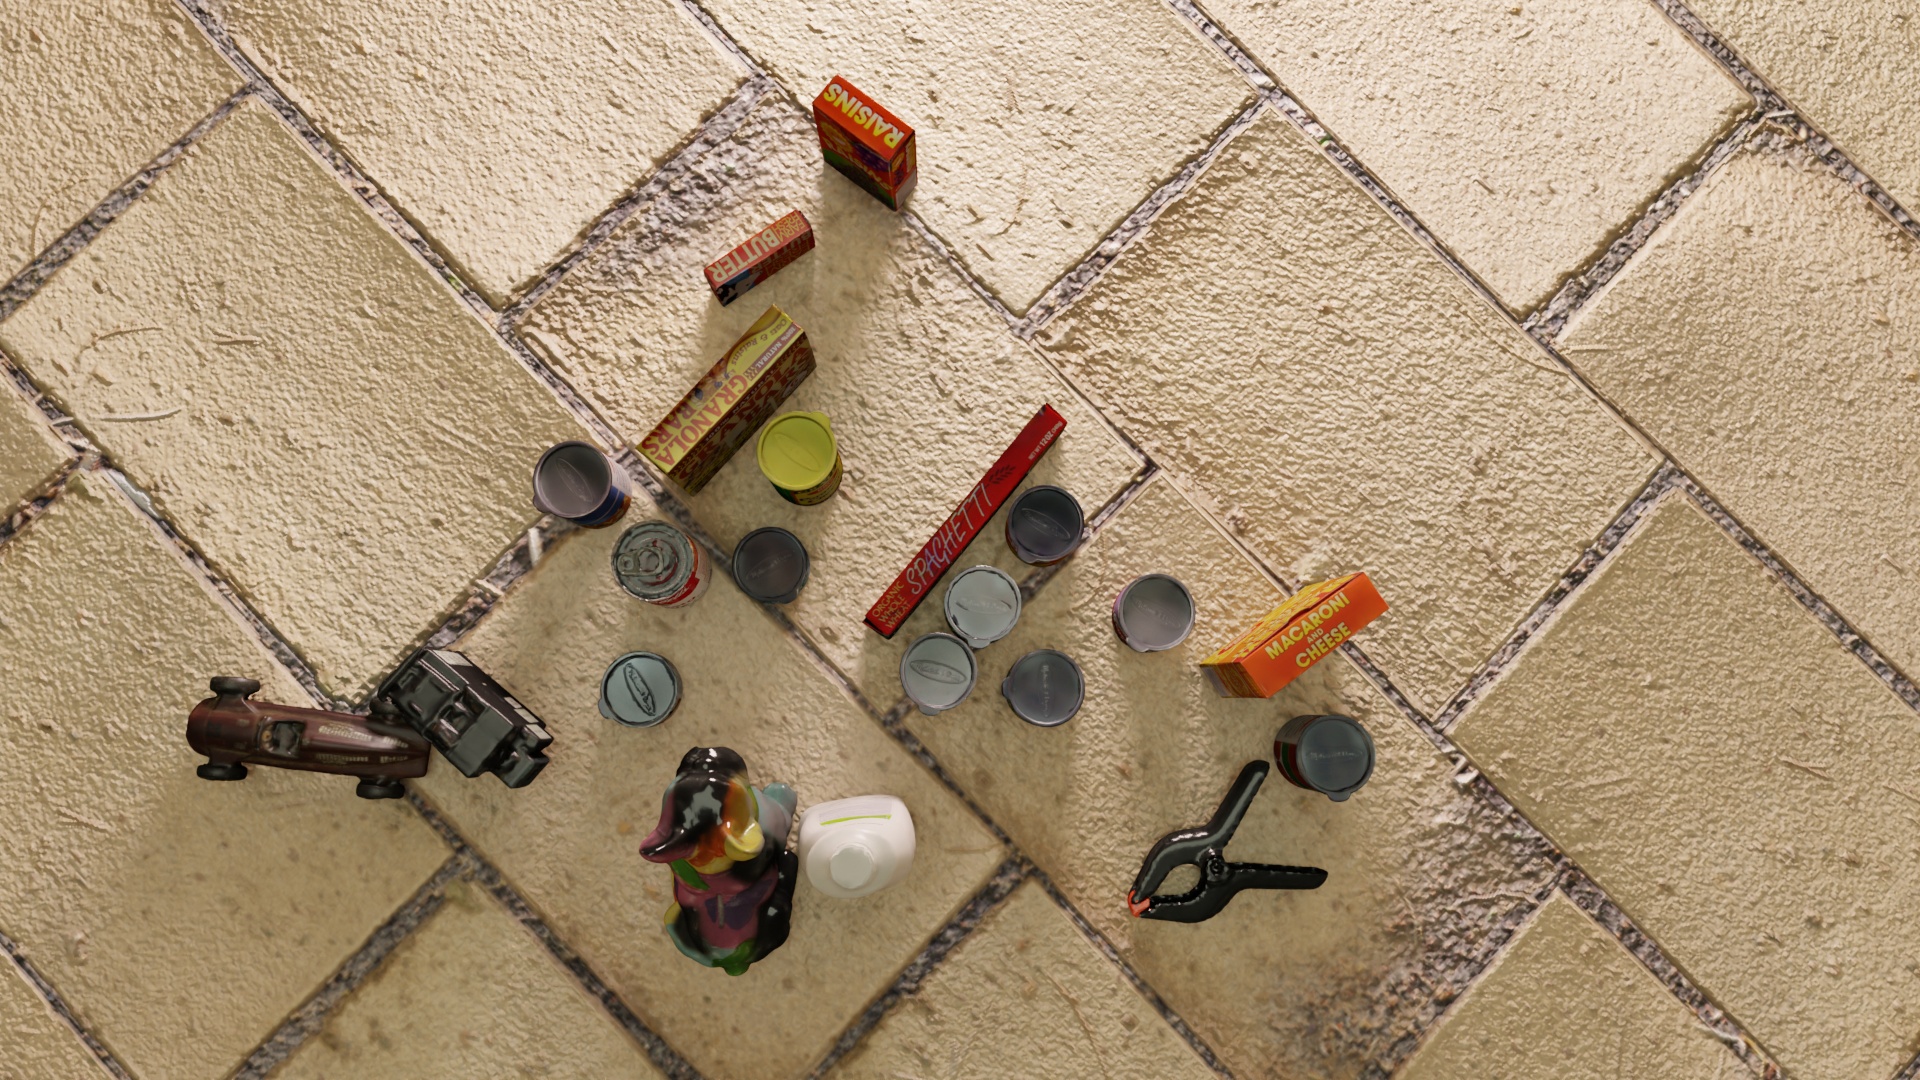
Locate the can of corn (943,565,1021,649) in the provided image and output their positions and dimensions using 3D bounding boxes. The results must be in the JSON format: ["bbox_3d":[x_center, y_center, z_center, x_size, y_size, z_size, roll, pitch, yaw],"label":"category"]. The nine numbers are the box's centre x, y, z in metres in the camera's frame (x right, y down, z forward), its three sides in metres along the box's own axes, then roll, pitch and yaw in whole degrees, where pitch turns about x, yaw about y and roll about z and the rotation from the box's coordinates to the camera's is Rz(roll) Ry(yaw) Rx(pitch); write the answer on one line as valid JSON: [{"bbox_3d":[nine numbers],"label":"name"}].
[{"bbox_3d":[0.018,0.060,1.206,0.071,0.058,0.071,0,83,-1],"label":"can of corn"}]

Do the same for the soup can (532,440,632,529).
[{"bbox_3d":[-0.327,-0.045,1.199,0.071,0.083,0.071,0,83,-1],"label":"soup can"}]

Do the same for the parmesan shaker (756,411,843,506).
[{"bbox_3d":[-0.134,-0.070,1.196,0.071,0.103,0.071,0,83,-1],"label":"parmesan shaker"}]

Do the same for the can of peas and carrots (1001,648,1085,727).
[{"bbox_3d":[0.069,0.128,1.198,0.071,0.058,0.071,0,83,-1],"label":"can of peas and carrots"}]

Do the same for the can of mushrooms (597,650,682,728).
[{"bbox_3d":[-0.278,0.130,1.203,0.071,0.033,0.071,0,83,-1],"label":"can of mushrooms"}]

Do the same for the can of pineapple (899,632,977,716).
[{"bbox_3d":[-0.020,0.115,1.198,0.071,0.058,0.071,0,83,-1],"label":"can of pineapple"}]

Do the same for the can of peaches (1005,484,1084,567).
[{"bbox_3d":[0.071,-0.010,1.216,0.071,0.058,0.071,0,83,-1],"label":"can of peaches"}]

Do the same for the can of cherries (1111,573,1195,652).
[{"bbox_3d":[0.165,0.066,1.208,0.071,0.058,0.071,0,83,-1],"label":"can of cherries"}]

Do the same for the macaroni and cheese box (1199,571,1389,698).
[{"bbox_3d":[0.272,0.081,1.154,0.124,0.166,0.040,-35,85,-5],"label":"macaroni and cheese box"}]

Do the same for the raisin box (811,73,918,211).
[{"bbox_3d":[-0.083,-0.348,1.223,0.086,0.123,0.040,38,84,3],"label":"raisin box"}]

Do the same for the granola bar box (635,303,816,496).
[{"bbox_3d":[-0.196,-0.116,1.190,0.039,0.124,0.166,42,84,4],"label":"granola bar box"}]

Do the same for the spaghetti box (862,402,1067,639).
[{"bbox_3d":[0.004,-0.015,1.219,0.029,0.050,0.250,40,84,4],"label":"spaghetti box"}]

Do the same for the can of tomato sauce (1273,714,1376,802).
[{"bbox_3d":[0.309,0.183,1.183,0.071,0.083,0.071,0,83,-1],"label":"can of tomato sauce"}]

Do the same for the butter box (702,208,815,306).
[{"bbox_3d":[-0.179,-0.253,1.244,0.103,0.053,0.024,-35,85,-5],"label":"butter box"}]

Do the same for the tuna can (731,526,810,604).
[{"bbox_3d":[-0.164,0.025,1.219,0.071,0.033,0.071,0,83,-1],"label":"tuna can"}]
